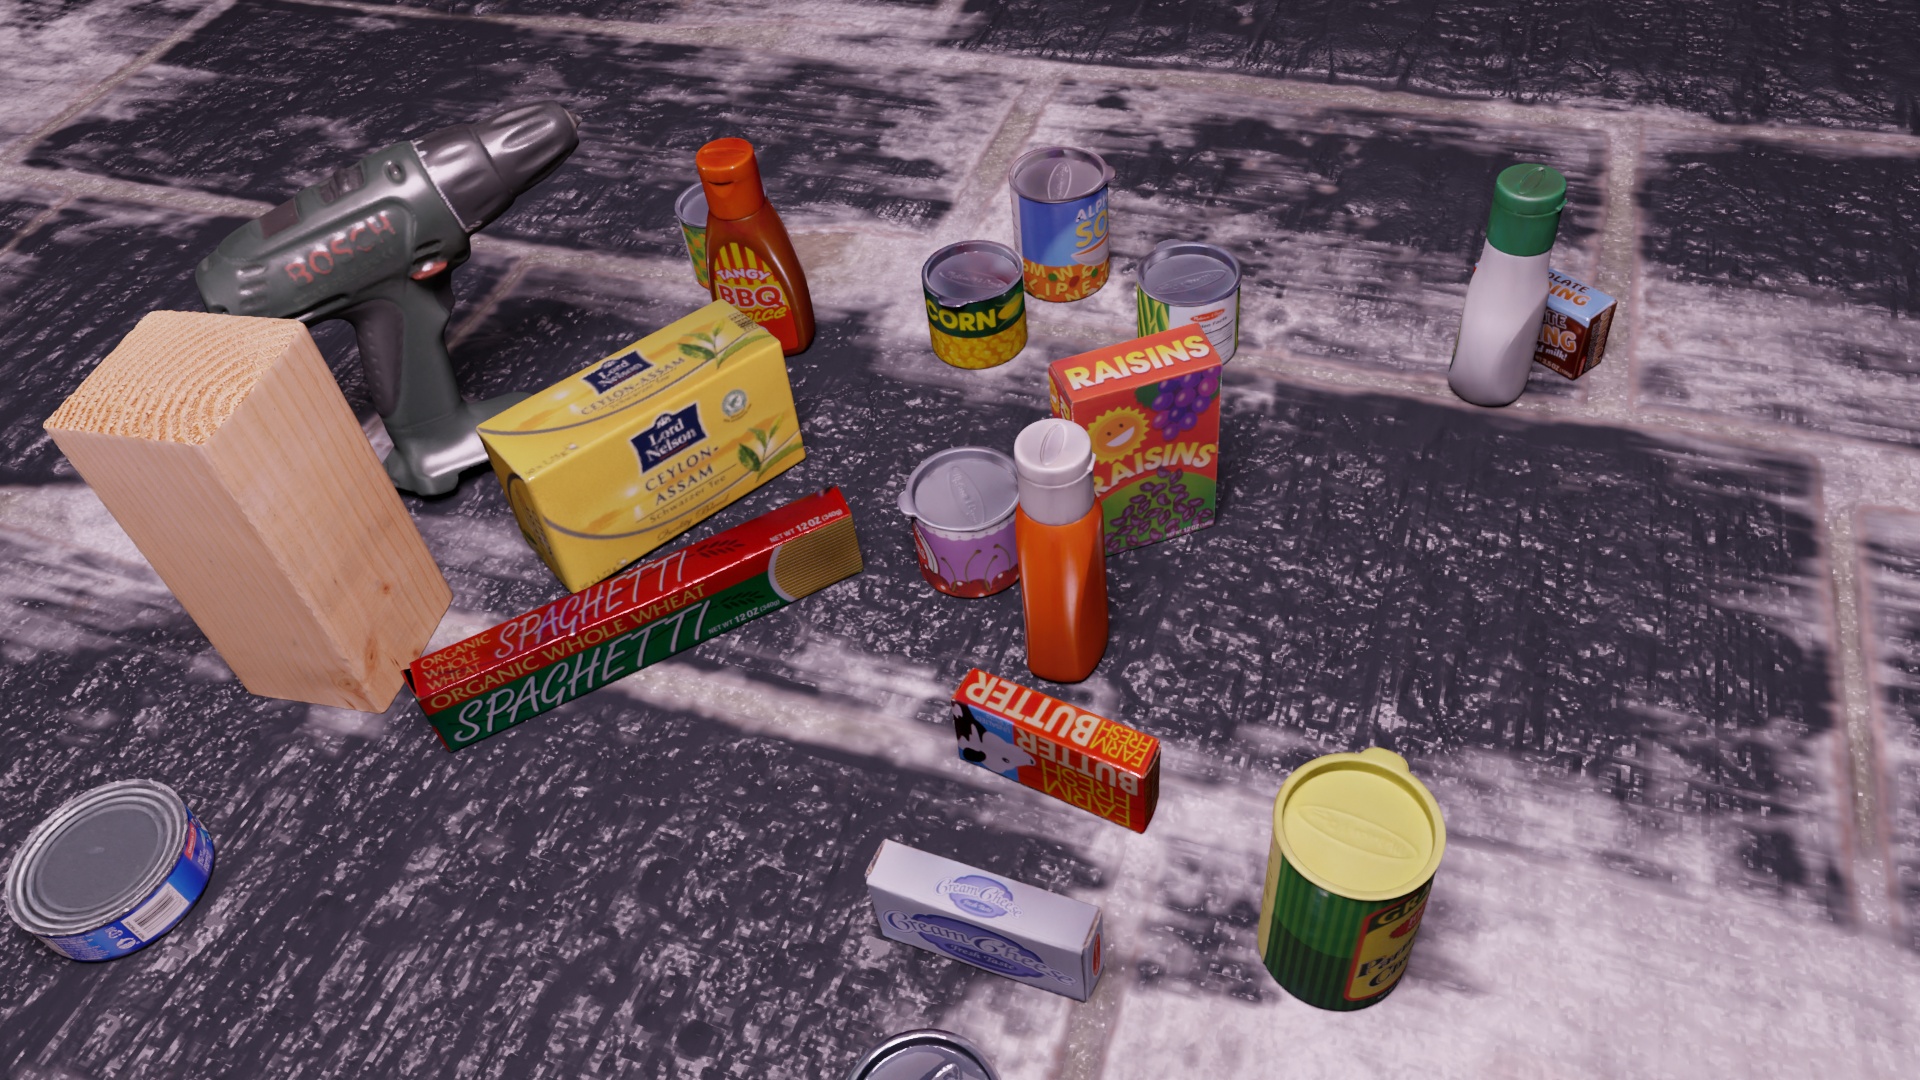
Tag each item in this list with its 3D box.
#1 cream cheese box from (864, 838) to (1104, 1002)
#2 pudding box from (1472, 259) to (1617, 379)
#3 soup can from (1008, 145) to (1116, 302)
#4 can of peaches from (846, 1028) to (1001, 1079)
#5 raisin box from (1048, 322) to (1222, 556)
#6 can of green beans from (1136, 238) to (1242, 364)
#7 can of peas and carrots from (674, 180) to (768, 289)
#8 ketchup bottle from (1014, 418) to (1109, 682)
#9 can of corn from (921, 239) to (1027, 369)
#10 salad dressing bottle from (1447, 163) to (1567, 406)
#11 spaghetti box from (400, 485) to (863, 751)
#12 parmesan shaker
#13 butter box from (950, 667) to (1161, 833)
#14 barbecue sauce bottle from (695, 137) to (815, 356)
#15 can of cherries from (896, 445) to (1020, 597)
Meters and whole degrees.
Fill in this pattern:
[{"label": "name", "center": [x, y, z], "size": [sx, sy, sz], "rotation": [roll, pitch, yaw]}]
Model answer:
[{"label": "cream cheese box", "center": [0.011, 0.169, 0.616], "size": [0.104, 0.053, 0.024], "rotation": [13, 50, 19]}, {"label": "pudding box", "center": [0.359, -0.143, 0.863], "size": [0.030, 0.049, 0.084], "rotation": [-33, 52, -21]}, {"label": "soup can", "center": [0.071, -0.214, 0.944], "size": [0.071, 0.083, 0.072], "rotation": [-4, 47, 4]}, {"label": "can of peaches", "center": [-0.010, 0.239, 0.550], "size": [0.071, 0.057, 0.071], "rotation": [-4, 47, 4]}, {"label": "raisin box", "center": [0.096, -0.052, 0.763], "size": [0.086, 0.122, 0.040], "rotation": [-15, 47, -7]}, {"label": "can of green beans", "center": [0.146, -0.149, 0.891], "size": [0.071, 0.057, 0.071], "rotation": [-4, 47, 4]}, {"label": "can of peas and carrots", "center": [-0.163, -0.220, 0.997], "size": [0.071, 0.058, 0.071], "rotation": [-4, 47, 4]}, {"label": "ketchup bottle", "center": [0.051, 0.005, 0.698], "size": [0.043, 0.148, 0.065], "rotation": [7, 49, 14]}, {"label": "can of corn", "center": [0.009, -0.153, 0.913], "size": [0.071, 0.058, 0.071], "rotation": [-4, 47, 4]}, {"label": "salad dressing bottle", "center": [0.317, -0.146, 0.805], "size": [0.044, 0.146, 0.064], "rotation": [28, 57, 29]}, {"label": "spaghetti box", "center": [-0.173, 0.041, 0.761], "size": [0.251, 0.050, 0.029], "rotation": [-24, 49, -15]}, {"label": "parmesan shaker", "center": [0.163, 0.144, 0.585], "size": [0.071, 0.102, 0.072], "rotation": [-4, 47, 4]}, {"label": "butter box", "center": [0.047, 0.102, 0.674], "size": [0.103, 0.052, 0.024], "rotation": [19, 53, 23]}, {"label": "barbecue sauce bottle", "center": [-0.137, -0.188, 0.902], "size": [0.065, 0.147, 0.044], "rotation": [3, 48, 10]}, {"label": "can of cherries", "center": [0.003, -0.010, 0.780], "size": [0.071, 0.058, 0.072], "rotation": [-4, 47, 4]}]
